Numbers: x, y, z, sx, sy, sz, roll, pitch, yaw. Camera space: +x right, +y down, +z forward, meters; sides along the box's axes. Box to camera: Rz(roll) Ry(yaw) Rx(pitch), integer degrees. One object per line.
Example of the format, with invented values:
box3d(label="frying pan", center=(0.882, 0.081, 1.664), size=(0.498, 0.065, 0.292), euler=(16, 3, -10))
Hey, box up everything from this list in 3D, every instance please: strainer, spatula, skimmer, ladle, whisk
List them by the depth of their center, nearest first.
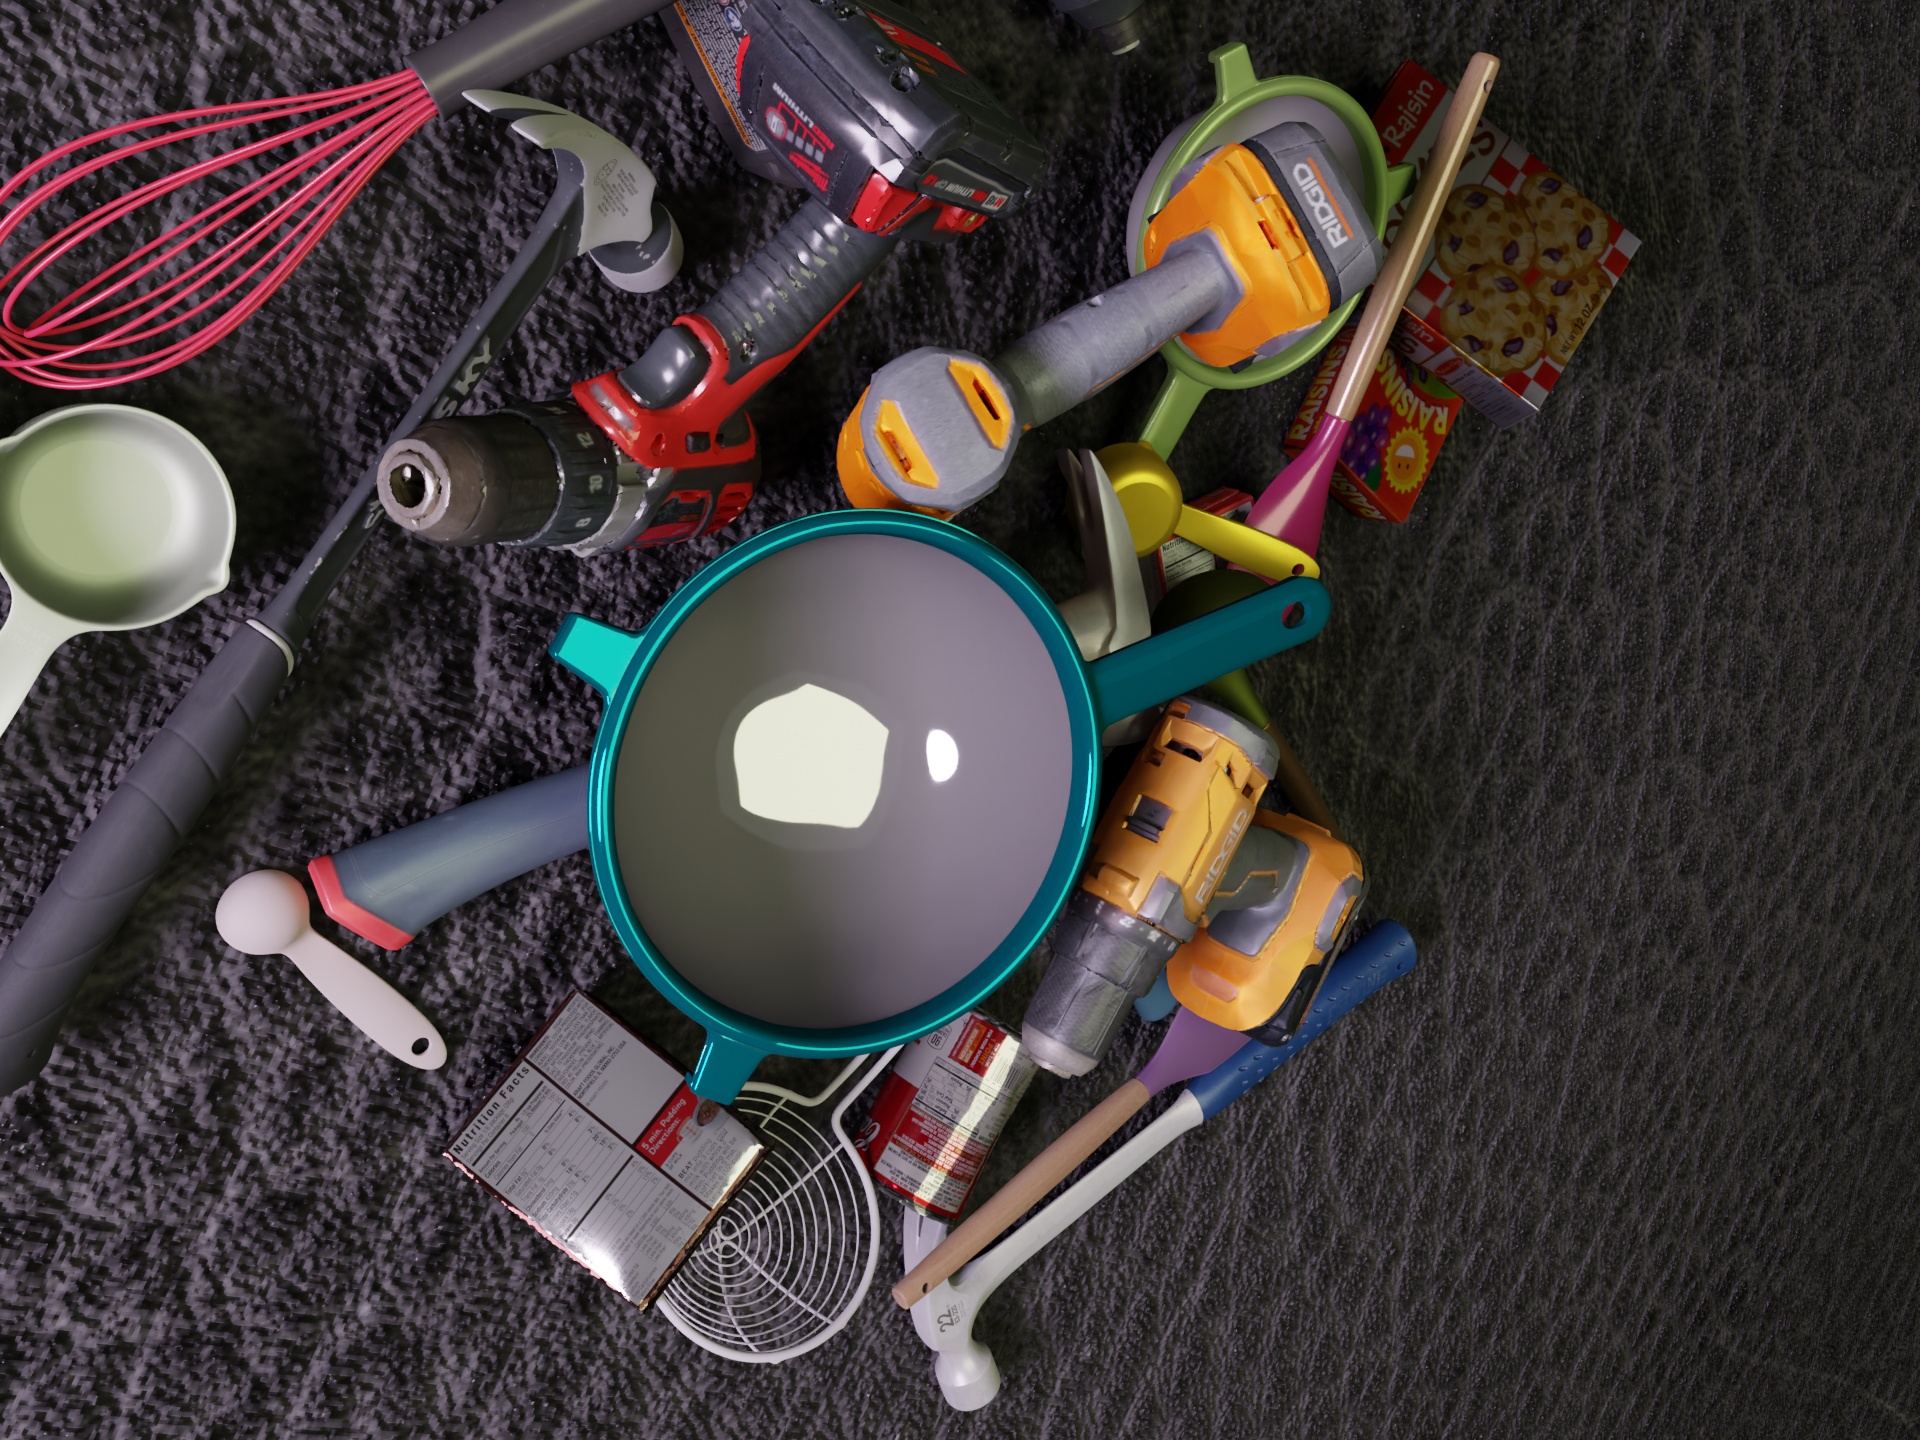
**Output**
box3d(label="whisk", center=(-0.197, -0.202, 0.533), size=(0.296, 0.073, 0.073), euler=(-34, 122, -10))
box3d(label="strainer", center=(-0.001, -0.002, 0.662), size=(0.340, 0.095, 0.211), euler=(-22, 109, -25))
box3d(label="skimmer", center=(-0.008, 0.134, 0.757), size=(0.127, 0.090, 0.363), euler=(42, 84, -6))
box3d(label="strainer", center=(0.112, -0.203, 0.811), size=(0.151, 0.069, 0.256), euler=(14, 112, -38))
box3d(label="spatula", center=(0.082, 0.217, 0.882), size=(0.316, 0.018, 0.059), euler=(-33, 113, -31))
box3d(label="ladle", center=(0.184, 0.021, 0.899), size=(0.078, 0.062, 0.319), euler=(-42, 136, -1))

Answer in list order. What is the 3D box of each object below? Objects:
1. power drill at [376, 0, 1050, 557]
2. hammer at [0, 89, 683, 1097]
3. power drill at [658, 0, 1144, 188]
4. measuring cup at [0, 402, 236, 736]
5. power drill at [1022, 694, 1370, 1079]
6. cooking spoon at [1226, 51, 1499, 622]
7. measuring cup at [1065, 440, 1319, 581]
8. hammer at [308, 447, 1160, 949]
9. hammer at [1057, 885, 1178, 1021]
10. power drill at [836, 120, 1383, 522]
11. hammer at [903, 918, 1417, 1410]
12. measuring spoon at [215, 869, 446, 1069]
box3d(label="power drill", center=(-0.089, -0.144, 0.559), size=(0.226, 0.080, 0.188), euler=(-45, 172, 24))
box3d(label="hammer", center=(-0.236, -0.041, 0.564), size=(0.036, 0.149, 0.409), euler=(33, 87, 5))
box3d(label="power drill", center=(-0.012, -0.326, 0.664), size=(0.223, 0.080, 0.171), euler=(-43, 124, -24))
box3d(label="measuring cup", center=(-0.317, -0.033, 0.540), size=(0.083, 0.038, 0.167), euler=(38, 81, -38))
box3d(label="power drill", center=(0.119, 0.105, 0.806), size=(0.185, 0.084, 0.226), euler=(-62, 147, -6))
box3d(label="cooking spoon", center=(0.207, -0.182, 0.826), size=(0.068, 0.017, 0.318), euler=(3, 115, -40))
box3d(label="measuring cup", center=(0.126, -0.093, 0.812), size=(0.156, 0.029, 0.062), euler=(18, 115, -24))
box3d(label="hammer", center=(-0.086, -0.005, 0.691), size=(0.386, 0.038, 0.143), euler=(-19, 107, -23))
box3d(label="hammer", center=(0.033, 0.057, 0.833), size=(0.128, 0.033, 0.330), euler=(-52, 127, -15))
box3d(label="power drill", center=(0.048, -0.154, 0.682), size=(0.226, 0.164, 0.084), euler=(-32, 96, -9))
box3d(label="hammer", center=(0.132, 0.234, 0.957), size=(0.405, 0.035, 0.144), euler=(-31, 120, -27))
box3d(label="measuring spoon", center=(-0.248, 0.107, 0.643), size=(0.034, 0.018, 0.124), euler=(-47, 126, -17))
